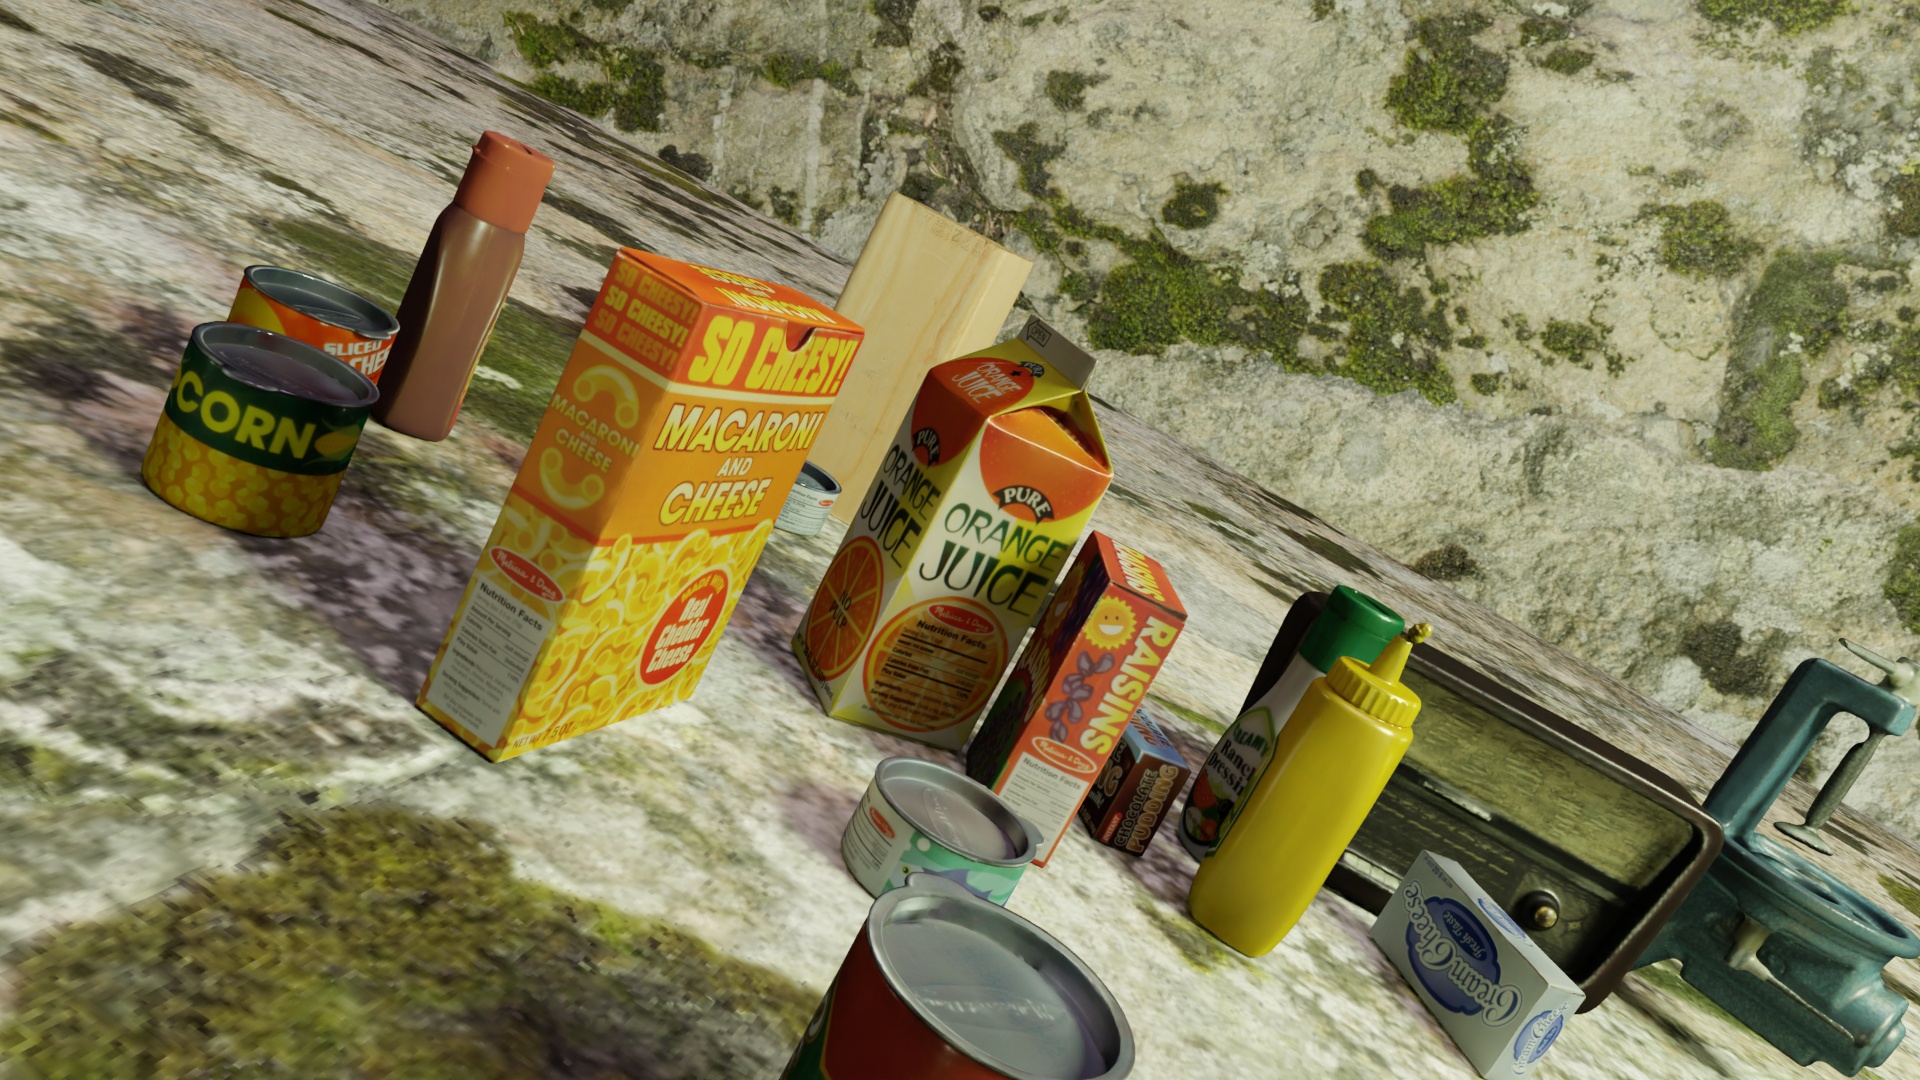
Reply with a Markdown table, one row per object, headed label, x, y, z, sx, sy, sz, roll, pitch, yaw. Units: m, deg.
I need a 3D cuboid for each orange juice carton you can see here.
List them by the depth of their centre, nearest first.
| label | x | y | z | sx | sy | sz | roll | pitch | yaw |
| --- | --- | --- | --- | --- | --- | --- | --- | --- | --- |
| orange juice carton | 0.002 | -0.008 | 0.633 | 0.073 | 0.192 | 0.072 | 21 | 14 | -29 |

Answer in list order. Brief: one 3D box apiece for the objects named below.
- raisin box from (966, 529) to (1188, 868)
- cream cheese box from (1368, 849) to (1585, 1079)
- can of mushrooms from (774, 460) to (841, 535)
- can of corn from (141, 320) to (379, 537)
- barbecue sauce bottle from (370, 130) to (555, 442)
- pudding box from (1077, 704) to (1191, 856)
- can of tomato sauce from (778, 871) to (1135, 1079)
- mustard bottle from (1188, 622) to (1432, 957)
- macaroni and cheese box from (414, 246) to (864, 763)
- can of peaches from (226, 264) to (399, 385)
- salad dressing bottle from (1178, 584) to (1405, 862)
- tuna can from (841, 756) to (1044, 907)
| label | x | y | z | sx | sy | sz | roll | pitch | yaw |
| --- | --- | --- | --- | --- | --- | --- | --- | --- | --- |
| raisin box | 0.047 | 0.065 | 0.598 | 0.040 | 0.123 | 0.086 | 27 | 12 | -5 |
| cream cheese box | 0.233 | 0.193 | 0.635 | 0.024 | 0.053 | 0.104 | 23 | 14 | -21 |
| can of mushrooms | -0.111 | -0.033 | 0.857 | 0.071 | 0.033 | 0.071 | 26 | 13 | -6 |
| can of corn | -0.263 | -0.041 | 0.520 | 0.071 | 0.058 | 0.071 | 26 | 13 | -6 |
| barbecue sauce bottle | -0.246 | -0.126 | 0.683 | 0.043 | 0.148 | 0.065 | 20 | 15 | -34 |
| pudding box | 0.073 | 0.105 | 0.662 | 0.030 | 0.049 | 0.084 | 23 | 13 | -21 |
| can of tomato sauce | -0.011 | 0.131 | 0.315 | 0.071 | 0.083 | 0.071 | 26 | 13 | -6 |
| mustard bottle | 0.155 | 0.101 | 0.597 | 0.049 | 0.160 | 0.065 | 31 | 13 | 13 |
| macaroni and cheese box | -0.105 | -0.012 | 0.489 | 0.040 | 0.166 | 0.124 | 31 | 13 | 15 |
| can of peaches | -0.292 | -0.081 | 0.618 | 0.071 | 0.058 | 0.071 | 26 | 13 | -6 |
| salad dressing bottle | 0.159 | 0.092 | 0.666 | 0.044 | 0.147 | 0.064 | 22 | 14 | -25 |
| tuna can | -0.006 | 0.112 | 0.510 | 0.071 | 0.032 | 0.071 | 26 | 13 | -6 |
